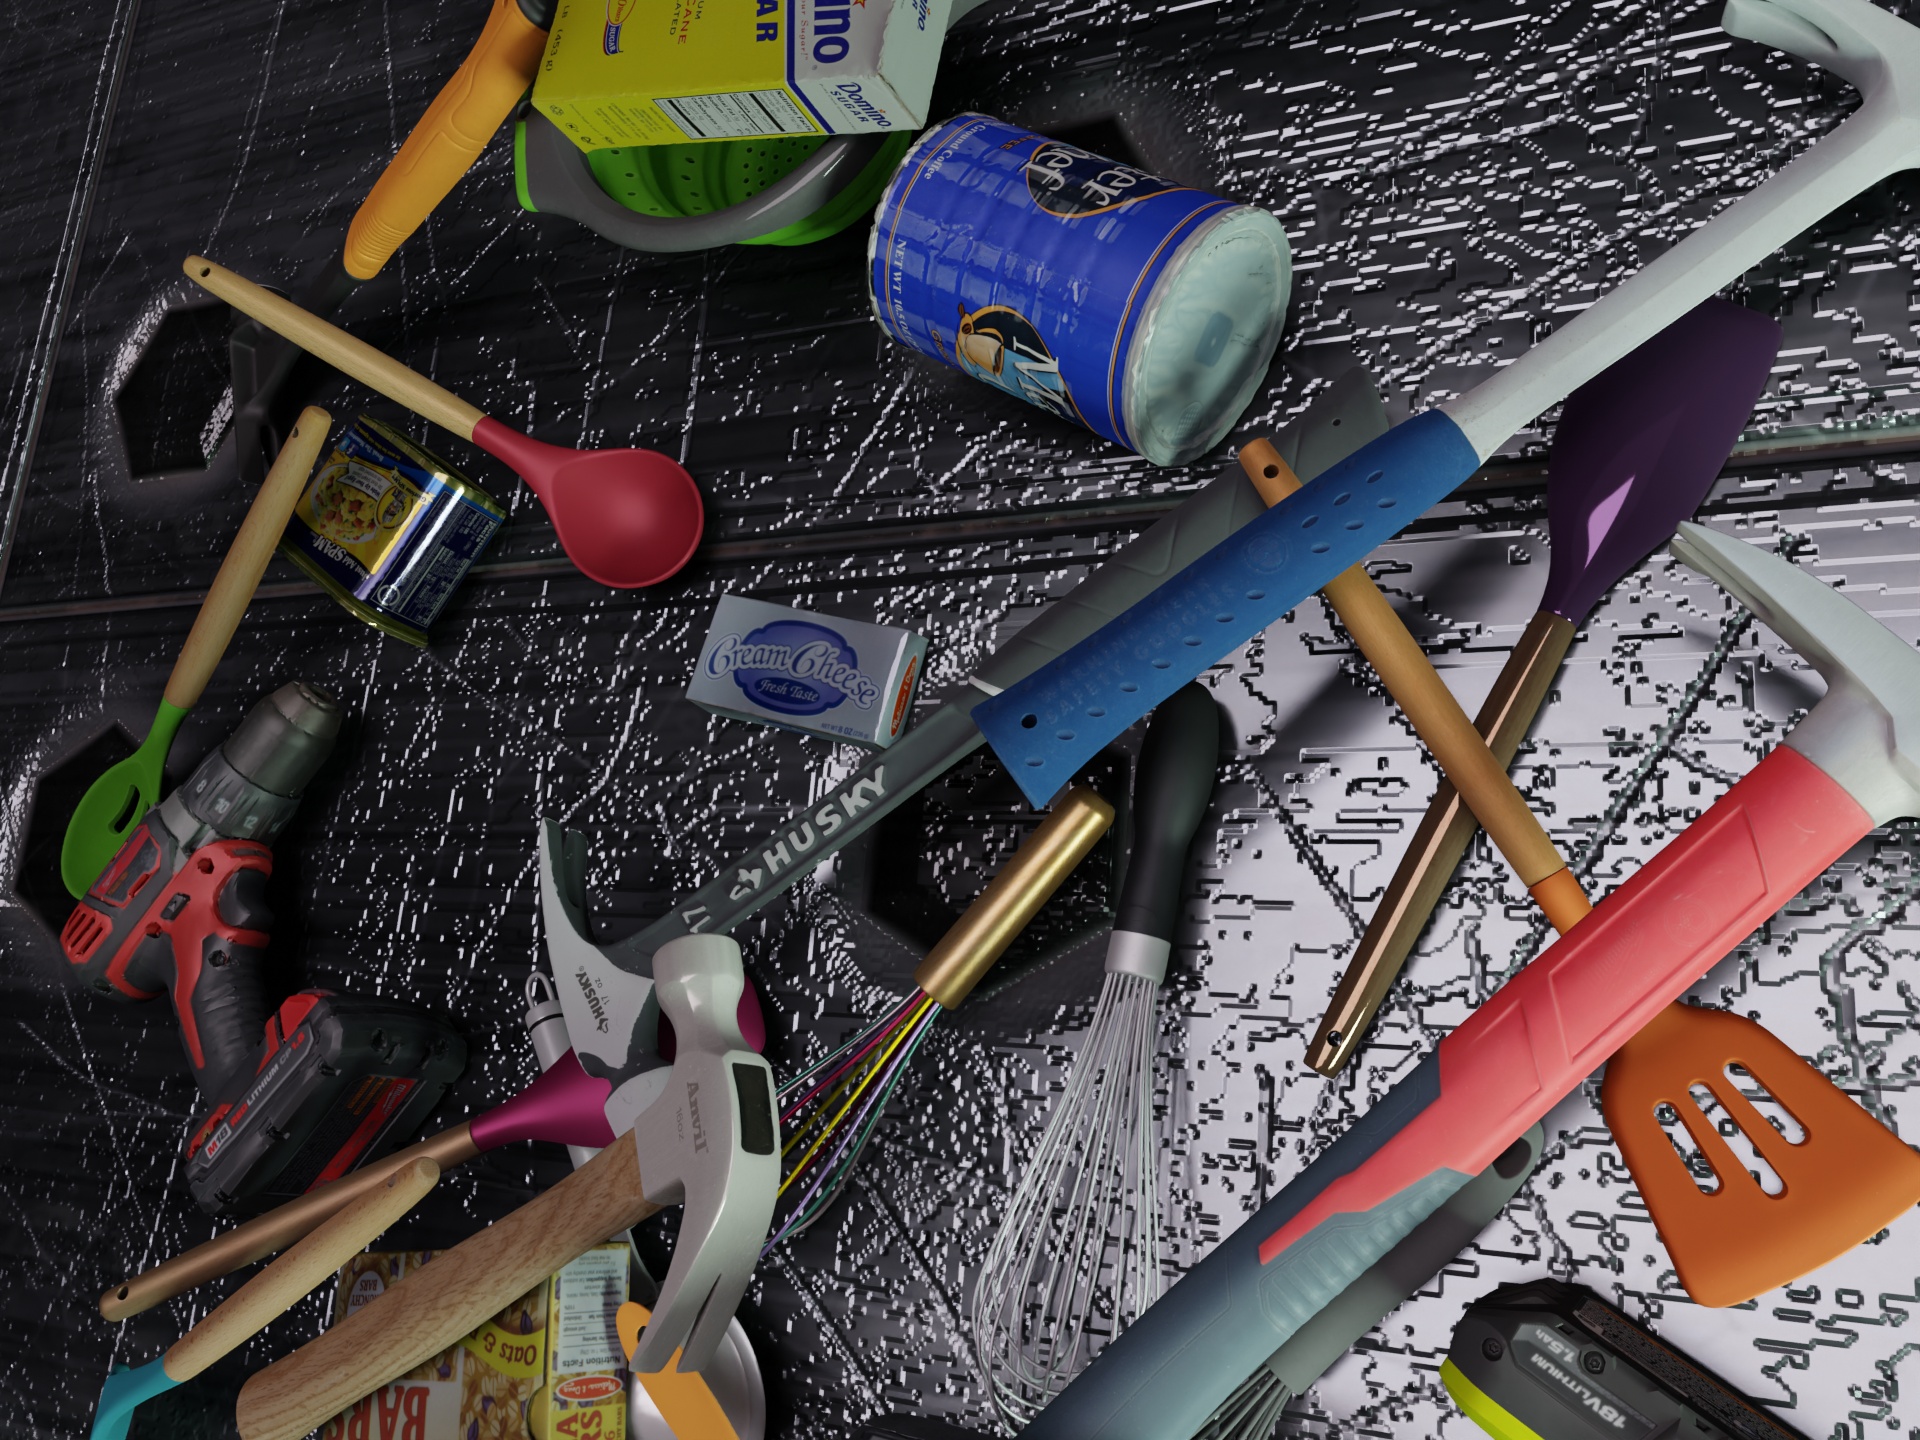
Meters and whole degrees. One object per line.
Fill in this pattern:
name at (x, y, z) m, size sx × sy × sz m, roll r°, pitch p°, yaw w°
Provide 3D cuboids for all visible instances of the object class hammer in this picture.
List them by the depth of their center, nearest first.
hammer at (0.145, 0.111, 0.501) m, size 0.386 × 0.038 × 0.143 m, roll -43°, pitch 68°, yaw 5°
hammer at (0.176, -0.108, 0.548) m, size 0.405 × 0.035 × 0.144 m, roll -35°, pitch 70°, yaw 0°
hammer at (-0.181, 0.212, 0.596) m, size 0.331 × 0.031 × 0.130 m, roll -37°, pitch 51°, yaw 29°
hammer at (-0.001, -0.002, 0.631) m, size 0.409 × 0.036 × 0.149 m, roll -37°, pitch 61°, yaw 7°
hammer at (-0.292, -0.248, 0.807) m, size 0.337 × 0.034 × 0.127 m, roll -31°, pitch 63°, yaw 39°

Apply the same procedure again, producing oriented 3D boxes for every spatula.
spatula at (0.185, 0.031, 0.536) m, size 0.081 × 0.041 × 0.323 m, roll -33°, pitch 75°, yaw 7°
spatula at (0.200, -0.015, 0.572) m, size 0.060 × 0.018 × 0.316 m, roll 27°, pitch 87°, yaw 22°
spatula at (-0.306, 0.263, 0.672) m, size 0.317 × 0.044 × 0.082 m, roll -38°, pitch 34°, yaw 25°

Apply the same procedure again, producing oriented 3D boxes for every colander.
colander at (-0.015, -0.306, 0.717) m, size 0.397 × 0.094 × 0.205 m, roll -9°, pitch 72°, yaw 24°

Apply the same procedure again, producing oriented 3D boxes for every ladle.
ladle at (-0.257, -0.154, 0.781) m, size 0.315 × 0.031 × 0.069 m, roll 30°, pitch 84°, yaw 10°

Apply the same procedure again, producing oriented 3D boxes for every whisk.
whisk at (0.110, 0.219, 0.536) m, size 0.239 × 0.055 × 0.055 m, roll -46°, pitch 61°, yaw 3°
whisk at (0.059, 0.119, 0.585) m, size 0.070 × 0.070 × 0.285 m, roll 7°, pitch 74°, yaw 27°
whisk at (-0.025, 0.121, 0.625) m, size 0.051 × 0.047 × 0.245 m, roll 43°, pitch 97°, yaw 24°

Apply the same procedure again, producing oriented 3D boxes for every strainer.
strainer at (-0.144, 0.216, 0.664) m, size 0.087 × 0.050 × 0.259 m, roll -44°, pitch 57°, yaw 25°

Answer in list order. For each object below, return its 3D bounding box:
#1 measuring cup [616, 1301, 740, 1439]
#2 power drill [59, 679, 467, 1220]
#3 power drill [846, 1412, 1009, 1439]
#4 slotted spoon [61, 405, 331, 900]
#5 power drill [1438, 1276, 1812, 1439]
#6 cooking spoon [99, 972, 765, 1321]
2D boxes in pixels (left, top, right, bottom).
measuring cup at (-0.065, 0.284, 0.589) m, size 0.095 × 0.052 × 0.174 m, roll -47°, pitch 66°, yaw 6°
power drill at (-0.332, 0.104, 0.768) m, size 0.188 × 0.080 × 0.227 m, roll -51°, pitch 58°, yaw 5°
power drill at (0.026, 0.335, 0.448) m, size 0.185 × 0.084 × 0.226 m, roll 8°, pitch 95°, yaw 16°
slotted spoon at (-0.393, -0.029, 0.821) m, size 0.070 × 0.031 × 0.313 m, roll 47°, pitch 114°, yaw 28°
power drill at (0.159, 0.290, 0.474) m, size 0.171 × 0.080 × 0.223 m, roll 32°, pitch 94°, yaw 29°
cooking spoon at (-0.228, 0.188, 0.678) m, size 0.319 × 0.017 × 0.069 m, roll -26°, pitch 55°, yaw 5°
